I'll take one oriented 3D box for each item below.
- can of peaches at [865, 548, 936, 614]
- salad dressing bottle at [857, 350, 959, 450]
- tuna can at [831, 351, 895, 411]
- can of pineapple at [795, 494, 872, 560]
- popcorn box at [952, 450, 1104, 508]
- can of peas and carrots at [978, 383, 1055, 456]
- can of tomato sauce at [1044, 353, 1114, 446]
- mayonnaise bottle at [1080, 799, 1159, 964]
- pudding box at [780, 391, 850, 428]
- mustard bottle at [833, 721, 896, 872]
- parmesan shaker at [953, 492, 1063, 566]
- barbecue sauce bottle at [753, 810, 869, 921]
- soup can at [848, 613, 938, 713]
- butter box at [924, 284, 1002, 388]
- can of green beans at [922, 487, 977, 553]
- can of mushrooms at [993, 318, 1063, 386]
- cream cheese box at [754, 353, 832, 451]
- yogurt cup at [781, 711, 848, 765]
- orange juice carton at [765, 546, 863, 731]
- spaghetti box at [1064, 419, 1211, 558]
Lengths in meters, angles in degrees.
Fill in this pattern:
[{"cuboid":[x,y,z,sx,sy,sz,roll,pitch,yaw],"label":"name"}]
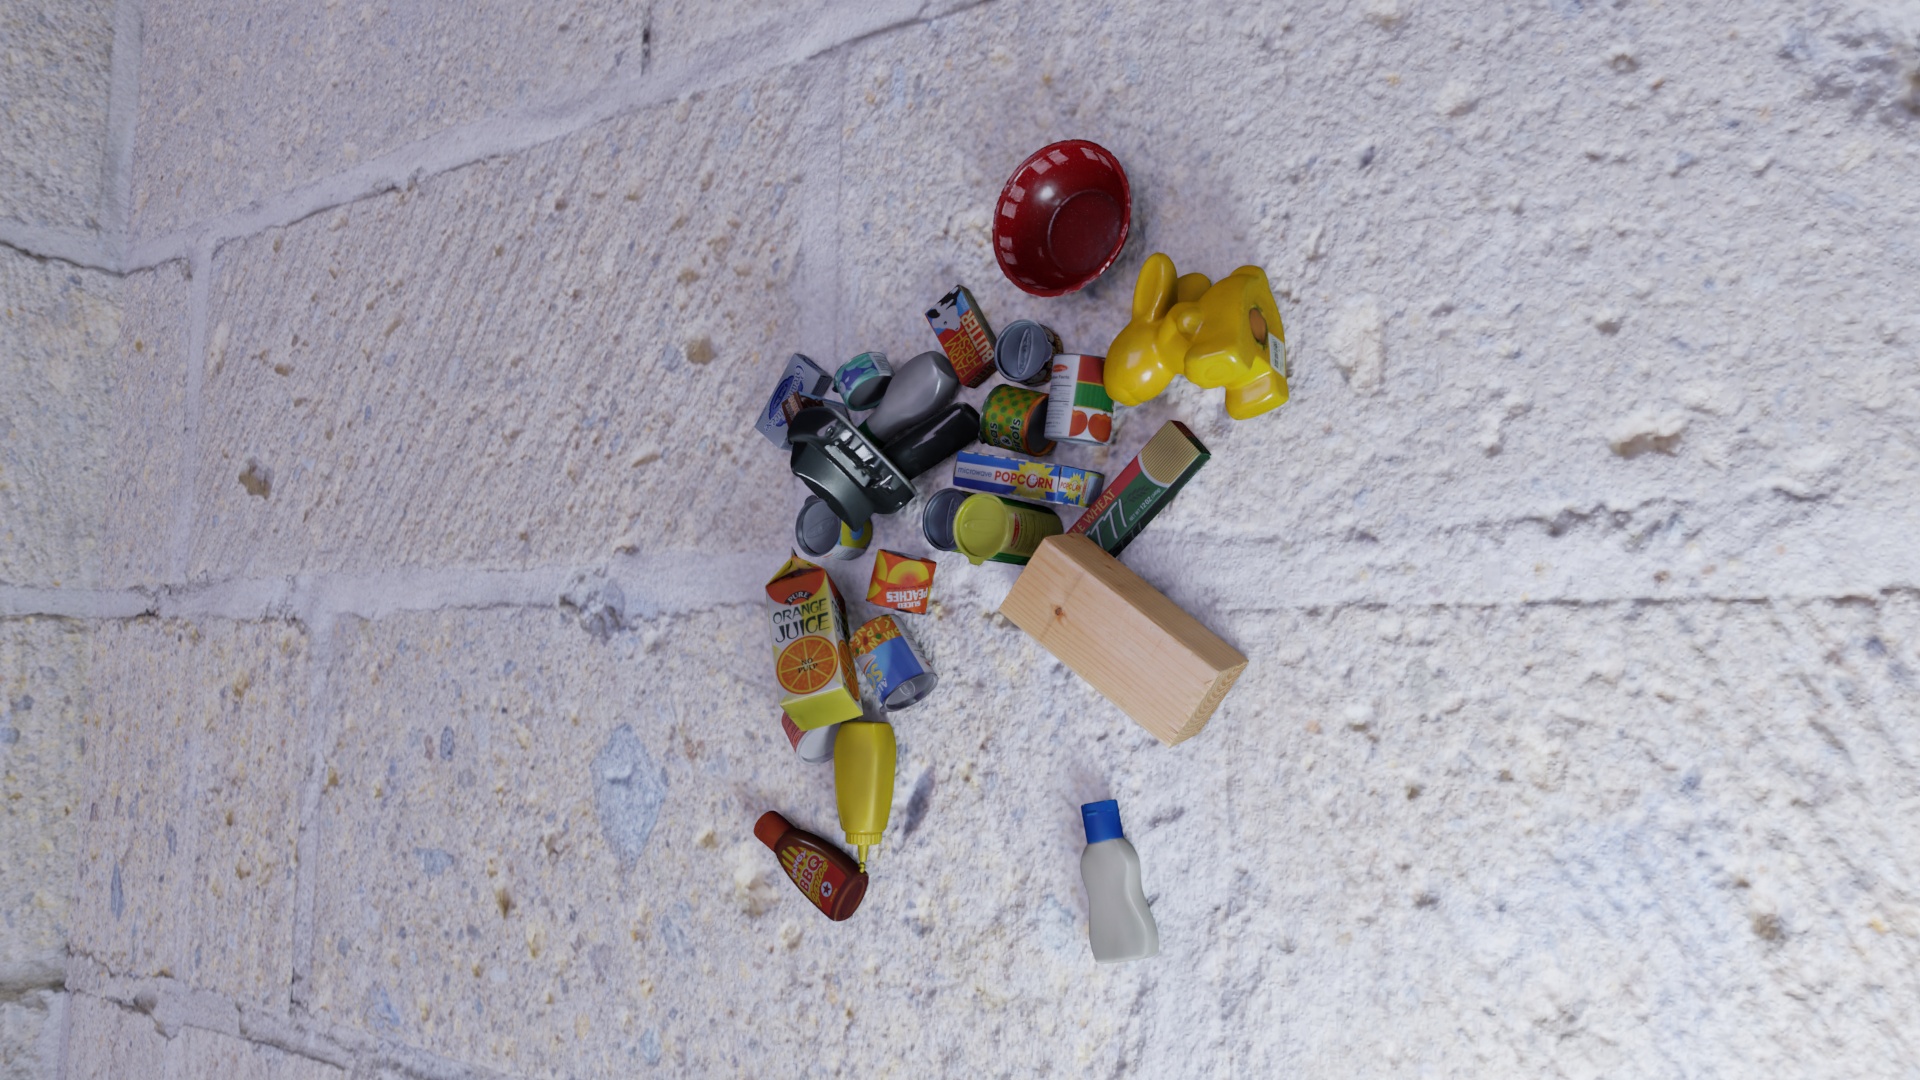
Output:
[{"cuboid":[-0.062,0.044,1.480,0.071,0.071,0.058,15,93,35],"label":"can of peaches"},{"cuboid":[-0.066,-0.144,1.522,0.147,0.044,0.064,-41,65,25],"label":"salad dressing bottle"},{"cuboid":[-0.106,-0.174,1.538,0.071,0.071,0.033,-41,64,24],"label":"tuna can"},{"cuboid":[-0.141,-0.014,1.548,0.071,0.058,0.071,-4,82,34],"label":"can of pineapple"},{"cuboid":[0.067,-0.061,1.393,0.127,0.085,0.038,11,92,35],"label":"popcorn box"},{"cuboid":[0.061,-0.121,1.415,0.059,0.071,0.071,17,94,35],"label":"can of peas and carrots"},{"cuboid":[0.122,-0.139,1.378,0.071,0.071,0.083,7,89,35],"label":"can of tomato sauce"},{"cuboid":[0.145,0.323,1.321,0.064,0.041,0.148,-18,73,31],"label":"mayonnaise bottle"},{"cuboid":[-0.159,-0.135,1.560,0.030,0.084,0.050,-31,68,28],"label":"pudding box"},{"cuboid":[-0.104,0.275,1.494,0.065,0.049,0.160,-2,84,34],"label":"mustard bottle"},{"cuboid":[0.048,-0.006,1.389,0.071,0.103,0.071,-5,81,34],"label":"parmesan shaker"},{"cuboid":[-0.168,0.353,1.532,0.149,0.044,0.064,32,103,34],"label":"barbecue sauce bottle"},{"cuboid":[-0.075,0.131,1.478,0.071,0.071,0.084,-46,61,22],"label":"soup can"},{"cuboid":[0.006,-0.219,1.492,0.053,0.024,0.104,-38,65,25],"label":"butter box"},{"cuboid":[0.003,-0.019,1.449,0.071,0.058,0.071,-5,82,34],"label":"can of green beans"},{"cuboid":[0.073,-0.193,1.437,0.071,0.033,0.071,-5,81,34],"label":"can of mushrooms"},{"cuboid":[-0.196,-0.161,1.625,0.053,0.024,0.103,39,107,30],"label":"cream cheese box"},{"cuboid":[-0.162,0.207,1.535,0.054,0.072,0.072,47,111,38],"label":"yogurt cup"},{"cuboid":[-0.162,0.102,1.513,0.073,0.071,0.193,-17,56,6],"label":"orange juice carton"},{"cuboid":[0.144,-0.012,1.368,0.249,0.029,0.050,-49,61,20],"label":"spaghetti box"}]
